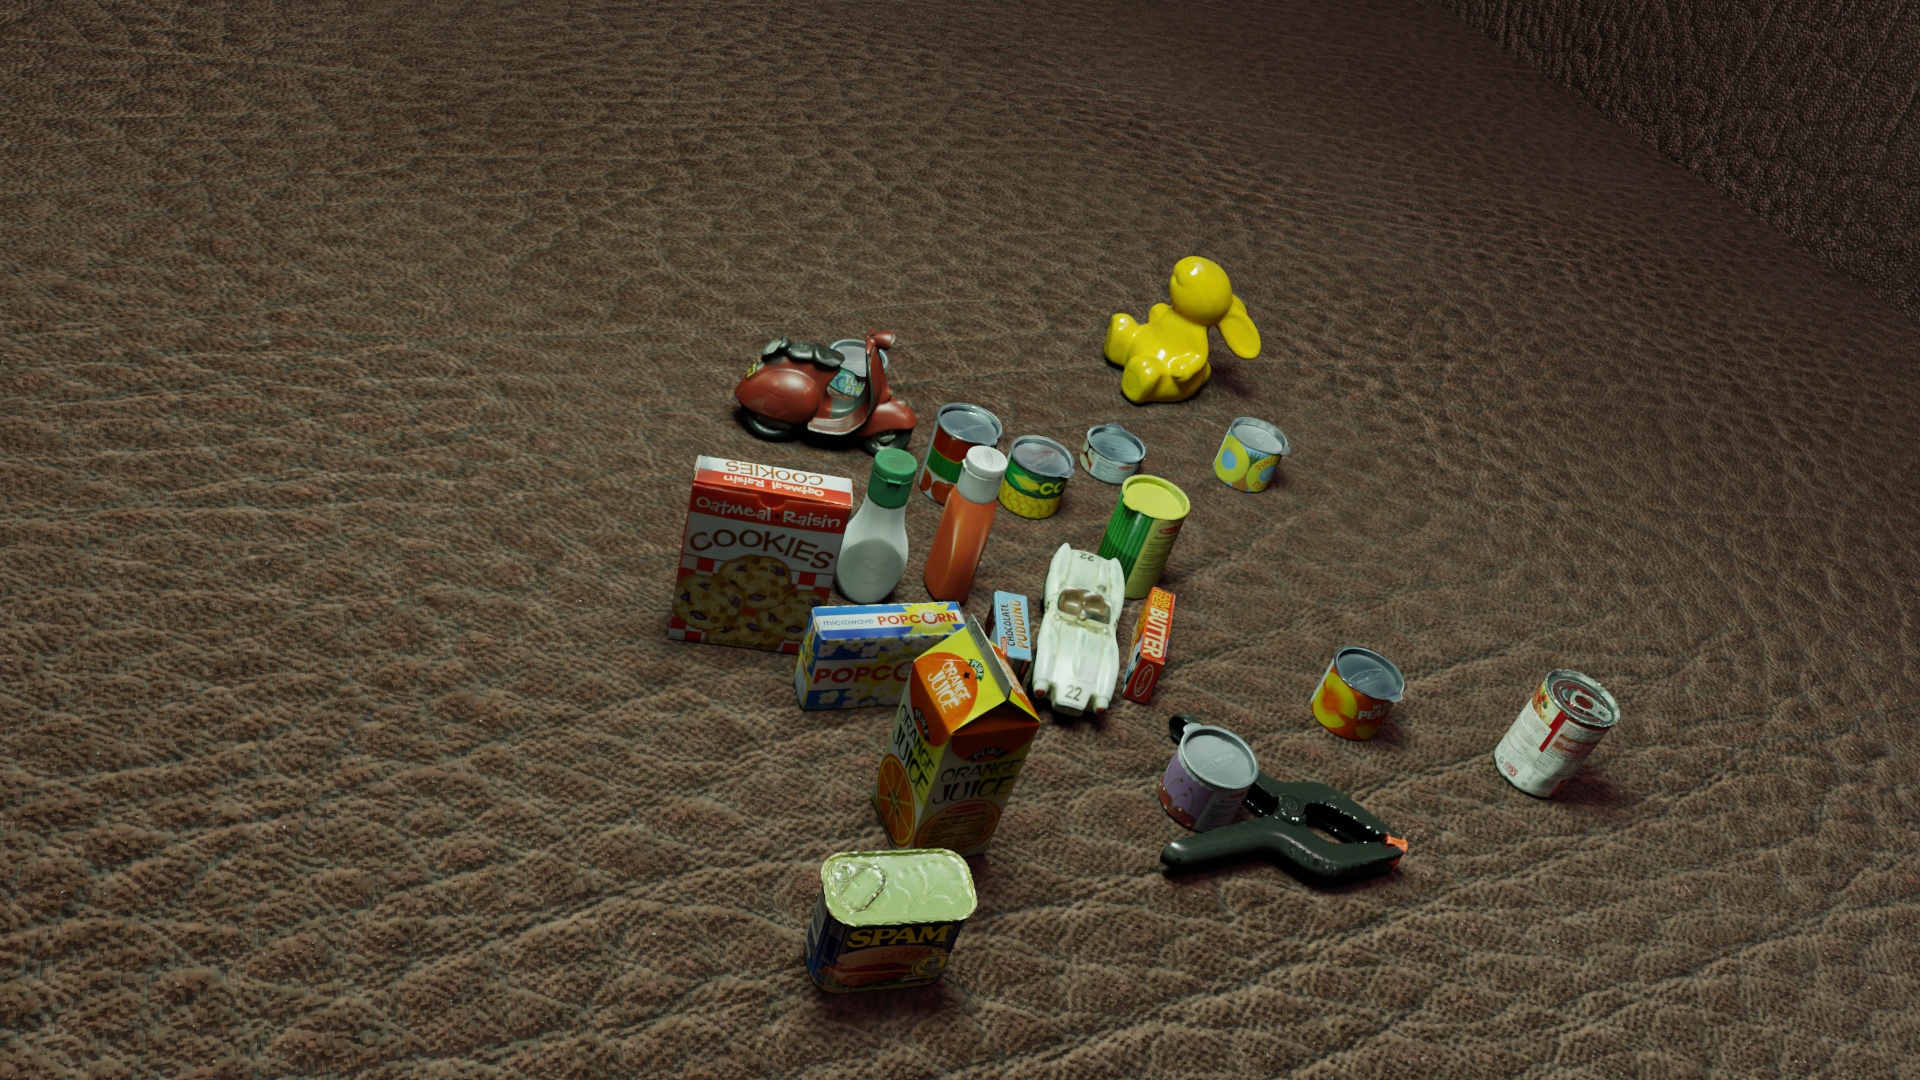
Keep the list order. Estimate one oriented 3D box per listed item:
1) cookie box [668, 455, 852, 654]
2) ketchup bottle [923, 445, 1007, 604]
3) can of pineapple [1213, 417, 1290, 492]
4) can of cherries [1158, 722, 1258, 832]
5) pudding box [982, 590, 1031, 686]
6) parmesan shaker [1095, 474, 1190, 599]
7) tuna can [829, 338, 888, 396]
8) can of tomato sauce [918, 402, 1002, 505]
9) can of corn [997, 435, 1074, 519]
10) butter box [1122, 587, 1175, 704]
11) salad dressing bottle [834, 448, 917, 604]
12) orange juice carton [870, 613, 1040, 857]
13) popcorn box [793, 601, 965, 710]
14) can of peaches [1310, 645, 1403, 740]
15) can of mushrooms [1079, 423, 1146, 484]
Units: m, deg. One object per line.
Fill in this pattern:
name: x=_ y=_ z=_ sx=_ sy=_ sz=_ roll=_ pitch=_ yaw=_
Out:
cookie box: x=-0.163 y=0.016 z=1.117 sx=0.123 sy=0.166 sz=0.040 roll=8 pitch=38 yaw=-12
ketchup bottle: x=0.004 y=-0.016 z=1.239 sx=0.043 sy=0.148 sz=0.065 roll=6 pitch=39 yaw=-15
can of pineapple: x=0.322 y=-0.093 z=1.538 sx=0.071 sy=0.057 sz=0.071 roll=11 pitch=38 yaw=-9
can of cherries: x=0.200 y=0.193 z=1.132 sx=0.071 sy=0.058 sz=0.072 roll=11 pitch=38 yaw=-9
pudding box: x=0.039 y=0.089 z=1.204 sx=0.030 sy=0.049 sz=0.084 roll=10 pitch=38 yaw=-10
parmesan shaker: x=0.168 y=-0.002 z=1.326 sx=0.071 sy=0.102 sz=0.072 roll=11 pitch=38 yaw=-9
tuna can: x=-0.112 y=-0.184 z=1.497 sx=0.071 sy=0.032 sz=0.071 roll=11 pitch=38 yaw=-9
can of tomato sauce: x=0.000 y=-0.083 z=1.375 sx=0.071 sy=0.082 sz=0.071 roll=11 pitch=38 yaw=-9
can of corn: x=0.077 y=-0.062 z=1.400 sx=0.071 sy=0.058 sz=0.071 roll=11 pitch=38 yaw=-9
butter box: x=0.170 y=0.093 z=1.248 sx=0.024 sy=0.052 sz=0.104 roll=19 pitch=37 yaw=1
salad dressing bottle: x=-0.071 y=-0.012 z=1.205 sx=0.064 sy=0.146 sz=0.044 roll=10 pitch=38 yaw=-10
orange juice carton: x=-0.002 y=0.145 z=1.000 sx=0.073 sy=0.191 sz=0.072 roll=-4 pitch=42 yaw=-26
popcorn box: x=-0.065 y=0.093 z=1.127 sx=0.127 sy=0.084 sz=0.038 roll=-1 pitch=41 yaw=-23
can of peaches: x=0.361 y=0.141 z=1.262 sx=0.071 sy=0.057 sz=0.071 roll=11 pitch=38 yaw=-9
can of mushrooms: x=0.164 y=-0.093 z=1.494 sx=0.071 sy=0.033 sz=0.071 roll=11 pitch=38 yaw=-9
